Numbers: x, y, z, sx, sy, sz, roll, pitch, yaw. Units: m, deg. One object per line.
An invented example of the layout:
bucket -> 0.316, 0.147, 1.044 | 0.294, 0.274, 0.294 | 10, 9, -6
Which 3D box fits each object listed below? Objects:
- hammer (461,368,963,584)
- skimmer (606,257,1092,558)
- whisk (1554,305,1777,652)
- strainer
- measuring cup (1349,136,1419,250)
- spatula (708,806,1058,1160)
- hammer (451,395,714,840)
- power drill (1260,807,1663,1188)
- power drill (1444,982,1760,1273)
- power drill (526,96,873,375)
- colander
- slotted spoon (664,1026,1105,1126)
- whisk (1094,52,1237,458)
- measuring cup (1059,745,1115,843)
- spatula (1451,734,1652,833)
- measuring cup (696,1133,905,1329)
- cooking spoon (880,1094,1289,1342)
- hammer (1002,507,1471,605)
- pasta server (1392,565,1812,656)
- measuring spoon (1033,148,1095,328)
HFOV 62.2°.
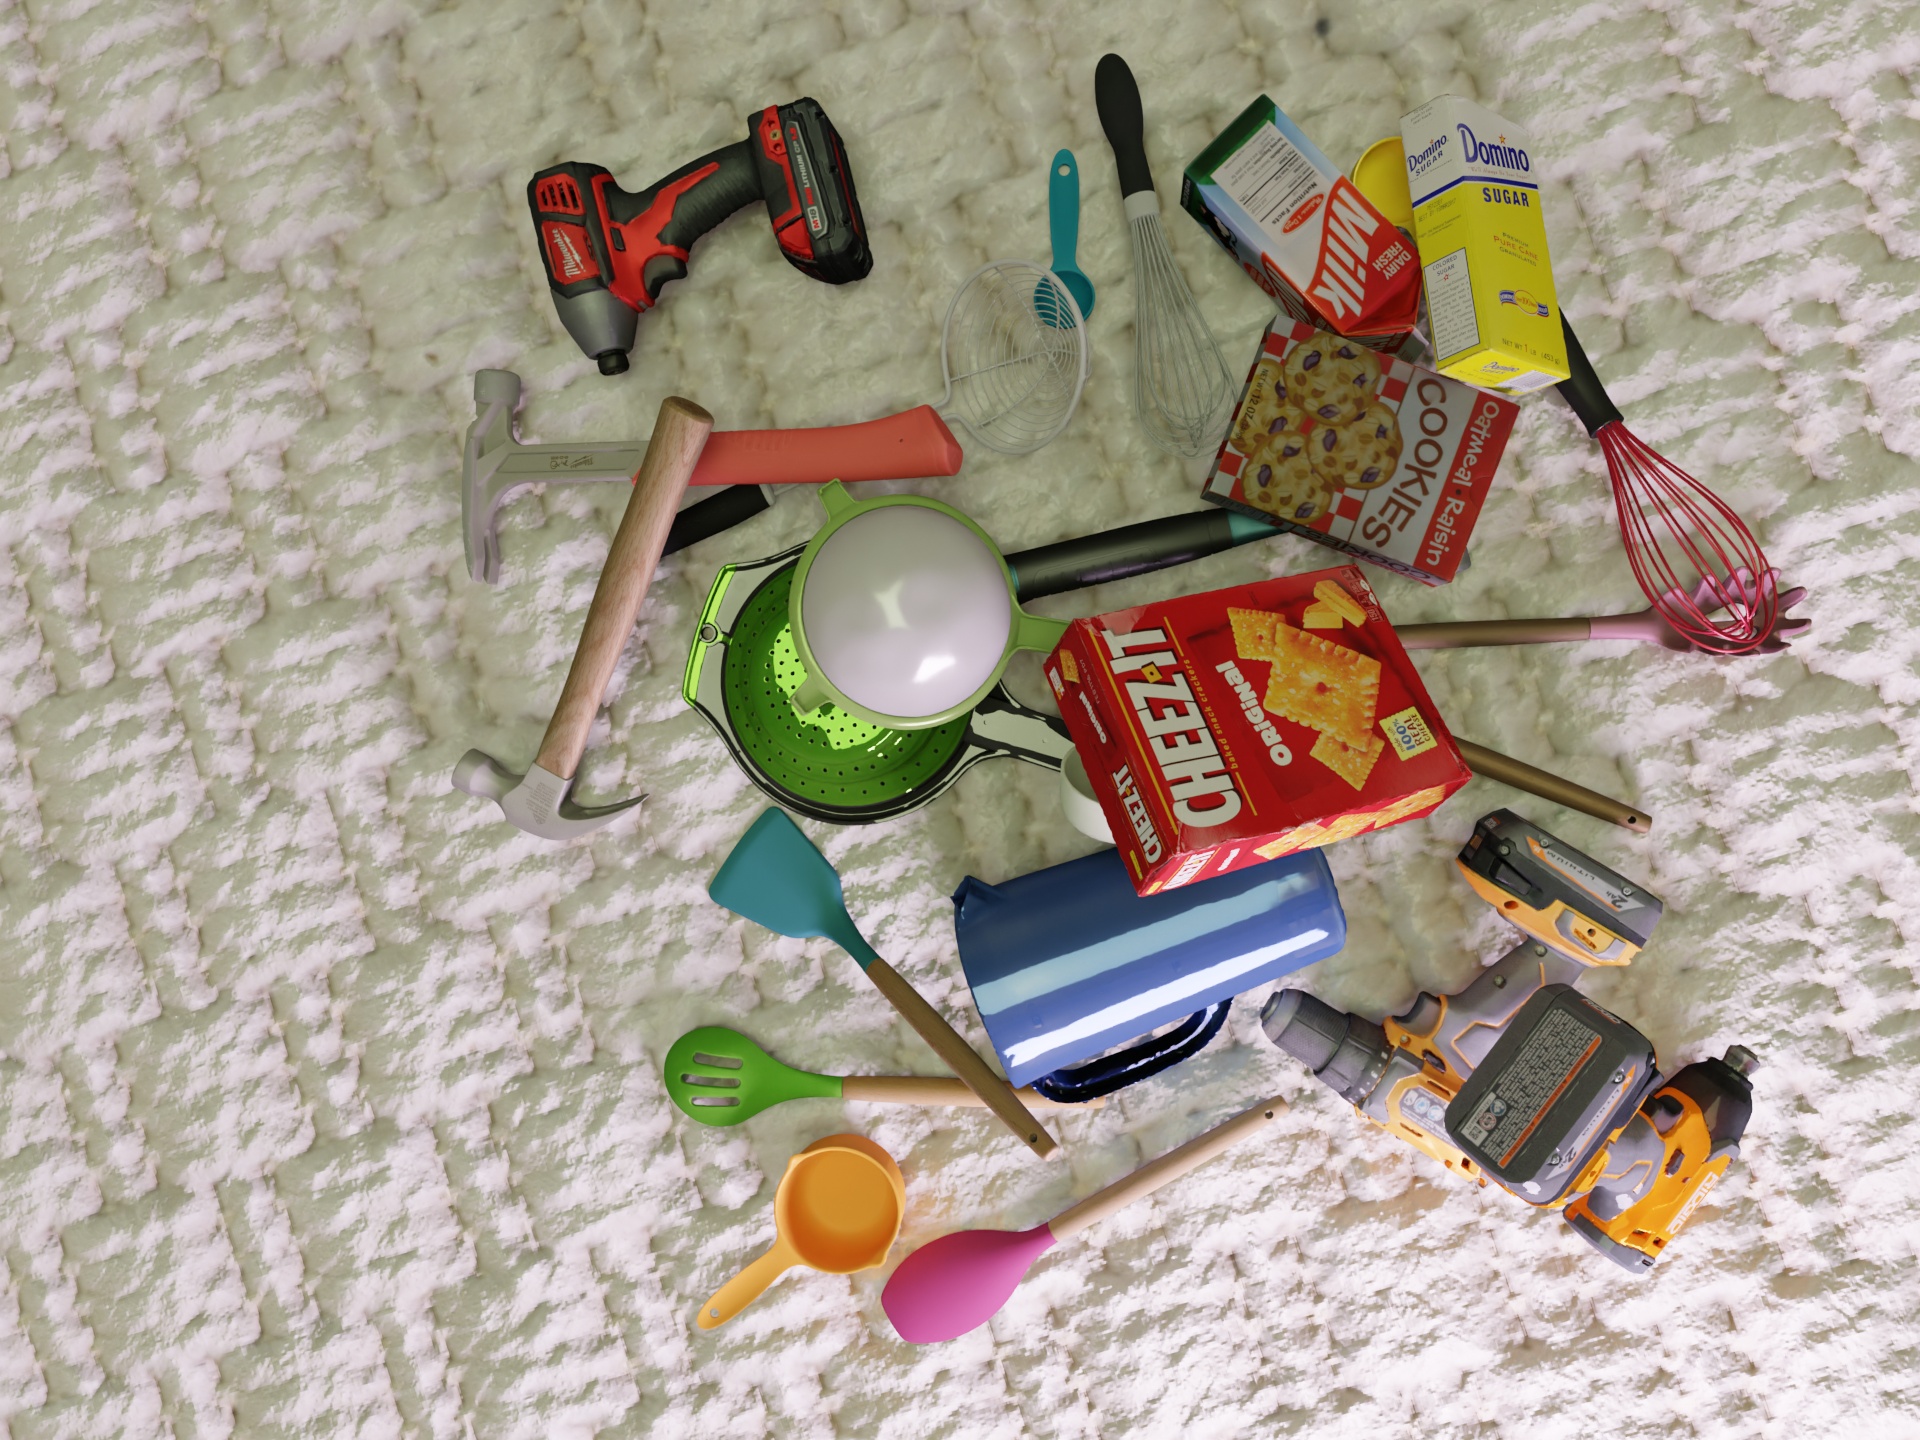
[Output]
hammer -> -0.174, -0.166, 1.065 | 0.359, 0.036, 0.149 | 2, 90, 18
skimmer -> -0.084, -0.188, 1.070 | 0.363, 0.090, 0.127 | -24, 83, 6
whisk -> 0.427, -0.172, 1.022 | 0.073, 0.073, 0.296 | -28, 74, 5
strainer -> 0.023, -0.063, 1.000 | 0.256, 0.069, 0.151 | 9, 85, -13
measuring cup -> 0.313, -0.316, 1.068 | 0.062, 0.029, 0.156 | -32, 100, 5
spatula -> -0.049, 0.180, 1.056 | 0.318, 0.044, 0.082 | 40, 95, 34
hammer -> -0.236, -0.061, 1.070 | 0.130, 0.031, 0.331 | 28, 112, 3
power drill -> 0.324, 0.170, 1.047 | 0.185, 0.084, 0.226 | 31, 99, 4
power drill -> 0.413, 0.246, 0.989 | 0.226, 0.084, 0.164 | 34, 94, -39
power drill -> -0.179, -0.328, 1.086 | 0.219, 0.078, 0.143 | -14, 90, 8
colander -> -0.002, -0.003, 1.064 | 0.397, 0.094, 0.204 | 18, 93, 5
slotted spoon -> -0.056, 0.255, 1.110 | 0.314, 0.031, 0.070 | 2, 89, 4
whisk -> 0.127, -0.313, 1.067 | 0.070, 0.070, 0.285 | -13, 85, 6
measuring cup -> 0.145, 0.052, 1.019 | 0.167, 0.083, 0.038 | 6, 125, -1
spatula -> 0.311, 0.014, 1.073 | 0.316, 0.018, 0.059 | 21, 103, 5
measuring cup -> -0.113, 0.359, 1.105 | 0.173, 0.052, 0.095 | -41, 87, 7
cooking spoon -> 0.086, 0.342, 1.101 | 0.319, 0.017, 0.069 | -31, 89, 6
hammer -> 0.166, -0.124, 1.064 | 0.331, 0.033, 0.128 | -14, 89, 0
pasta server -> 0.389, -0.062, 1.054 | 0.316, 0.040, 0.060 | -2, 77, 7
measuring spoon -> 0.072, -0.328, 1.093 | 0.042, 0.021, 0.129 | 0, 82, 6
